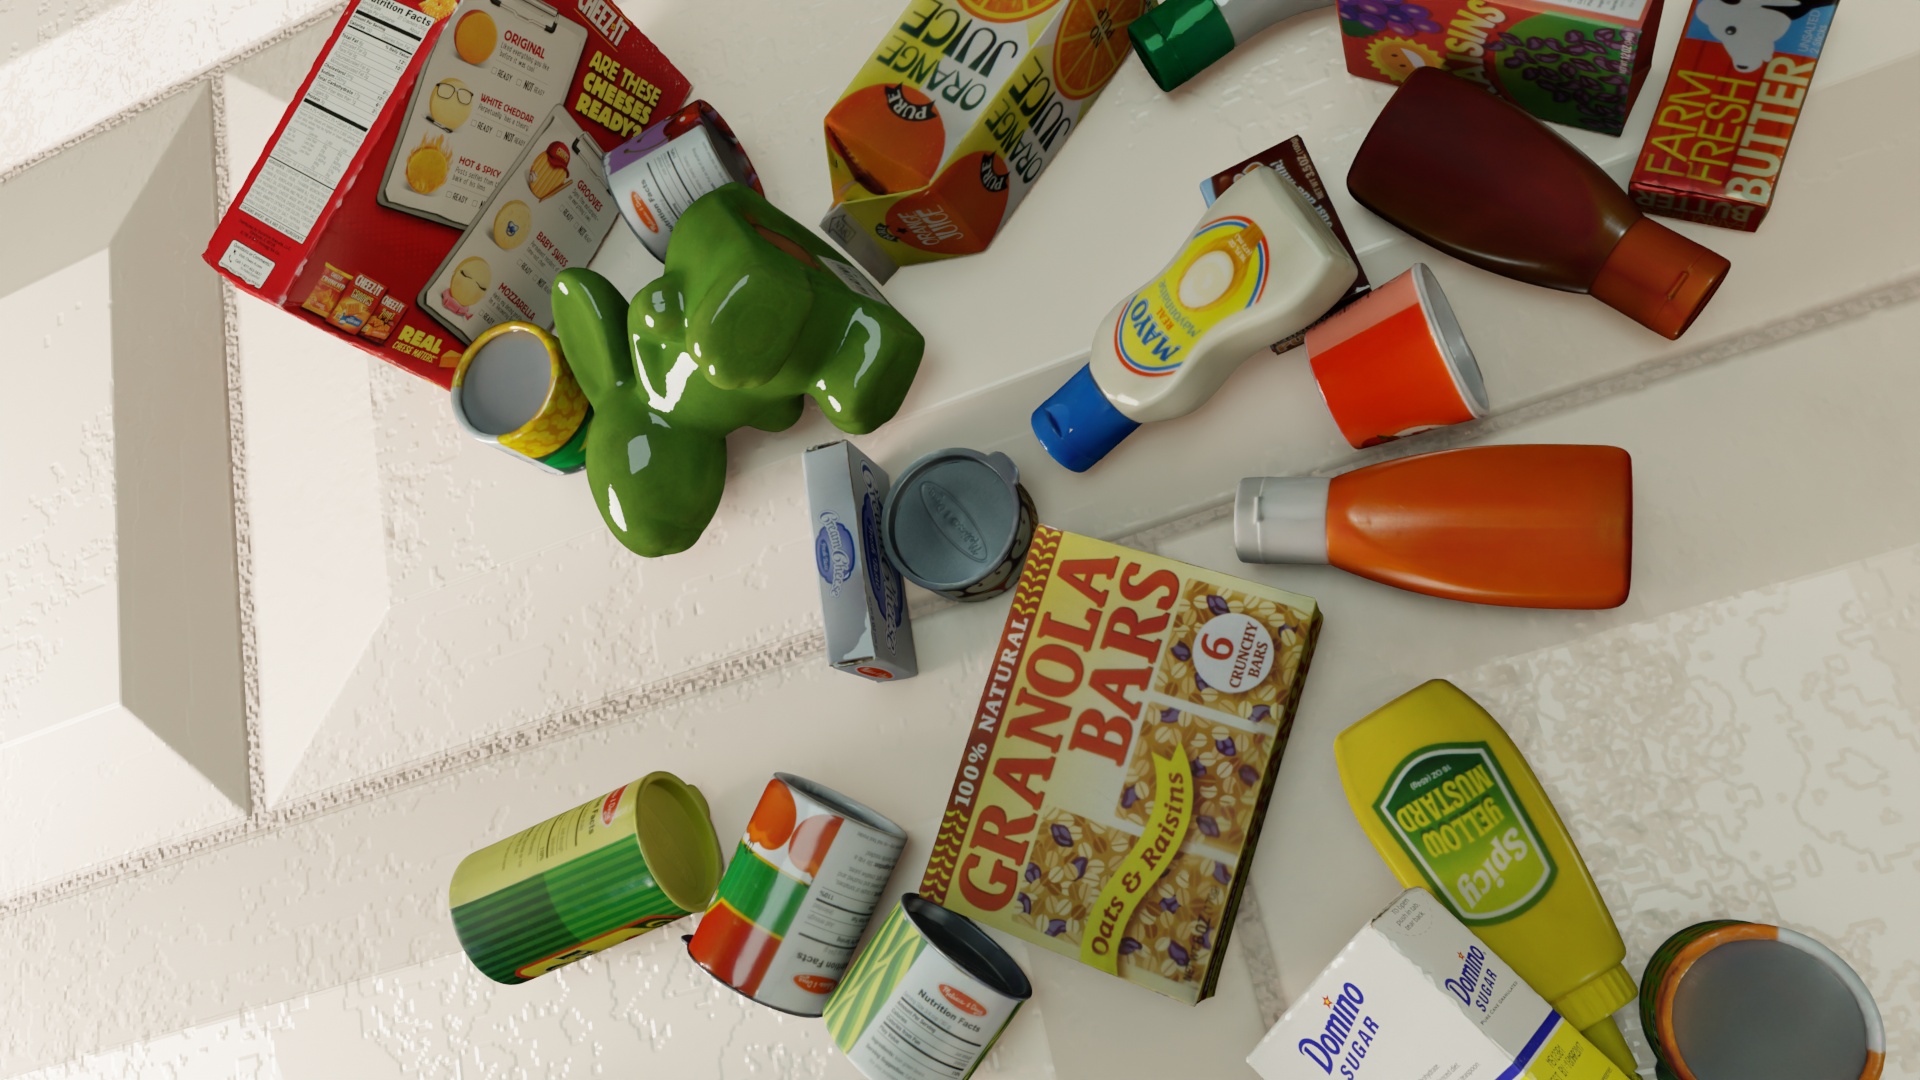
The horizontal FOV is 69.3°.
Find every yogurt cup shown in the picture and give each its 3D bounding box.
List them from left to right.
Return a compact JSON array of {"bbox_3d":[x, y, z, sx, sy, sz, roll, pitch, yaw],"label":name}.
[{"bbox_3d":[0.176,-0.072,0.567,0.054,0.072,0.072,-23,69,27],"label":"yogurt cup"}]

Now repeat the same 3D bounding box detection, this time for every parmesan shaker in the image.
[{"bbox_3d":[-0.170,0.154,0.637,0.103,0.071,0.071,-25,69,14],"label":"parmesan shaker"}]

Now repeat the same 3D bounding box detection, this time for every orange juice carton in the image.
[{"bbox_3d":[0.005,-0.212,0.663,0.073,0.071,0.192,37,90,25],"label":"orange juice carton"}]

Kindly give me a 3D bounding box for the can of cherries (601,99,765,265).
[{"bbox_3d":[-0.141,-0.185,0.714,0.058,0.071,0.071,-27,69,12],"label":"can of cherries"}]

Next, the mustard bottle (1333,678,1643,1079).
[{"bbox_3d":[0.203,0.130,0.512,0.065,0.049,0.160,-35,67,12],"label":"mustard bottle"}]

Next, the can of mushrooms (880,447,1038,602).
[{"bbox_3d":[0.002,-0.008,0.631,0.071,0.033,0.071,-5,74,20],"label":"can of mushrooms"}]

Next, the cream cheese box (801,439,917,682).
[{"bbox_3d":[-0.046,0.011,0.633,0.024,0.053,0.104,-14,72,15],"label":"cream cheese box"}]

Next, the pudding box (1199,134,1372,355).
[{"bbox_3d":[0.144,-0.130,0.613,0.049,0.030,0.084,-23,69,15],"label":"pudding box"}]

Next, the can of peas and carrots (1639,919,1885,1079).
[{"bbox_3d":[0.269,0.166,0.473,0.071,0.058,0.071,-5,74,19],"label":"can of peas and carrots"}]

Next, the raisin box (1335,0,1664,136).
[{"bbox_3d":[0.222,-0.218,0.577,0.123,0.086,0.040,22,87,24],"label":"raisin box"}]

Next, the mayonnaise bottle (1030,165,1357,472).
[{"bbox_3d":[0.093,-0.087,0.592,0.147,0.041,0.065,-41,61,26],"label":"mayonnaise bottle"}]

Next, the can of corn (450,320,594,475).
[{"bbox_3d":[-0.216,-0.075,0.716,0.071,0.058,0.071,-5,75,19],"label":"can of corn"}]

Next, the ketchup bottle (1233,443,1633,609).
[{"bbox_3d":[0.187,-0.007,0.557,0.149,0.043,0.065,2,76,21],"label":"ketchup bottle"}]

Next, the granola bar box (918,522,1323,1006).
[{"bbox_3d":[0.067,0.089,0.579,0.124,0.039,0.165,16,82,22],"label":"granola bar box"}]

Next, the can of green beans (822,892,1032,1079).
[{"bbox_3d":[-0.014,0.188,0.568,0.071,0.071,0.058,36,92,24],"label":"can of green beans"}]

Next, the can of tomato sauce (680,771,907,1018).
[{"bbox_3d":[-0.071,0.150,0.599,0.071,0.071,0.083,24,85,24],"label":"can of tomato sauce"}]

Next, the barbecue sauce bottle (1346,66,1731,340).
[{"bbox_3d":[0.237,-0.135,0.572,0.149,0.044,0.064,39,110,23],"label":"barbecue sauce bottle"}]

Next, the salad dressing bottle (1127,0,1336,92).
[{"bbox_3d":[0.148,-0.263,0.639,0.147,0.044,0.064,-33,65,10],"label":"salad dressing bottle"}]

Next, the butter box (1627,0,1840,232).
[{"bbox_3d":[0.314,-0.180,0.566,0.053,0.024,0.103,19,83,23],"label":"butter box"}]
